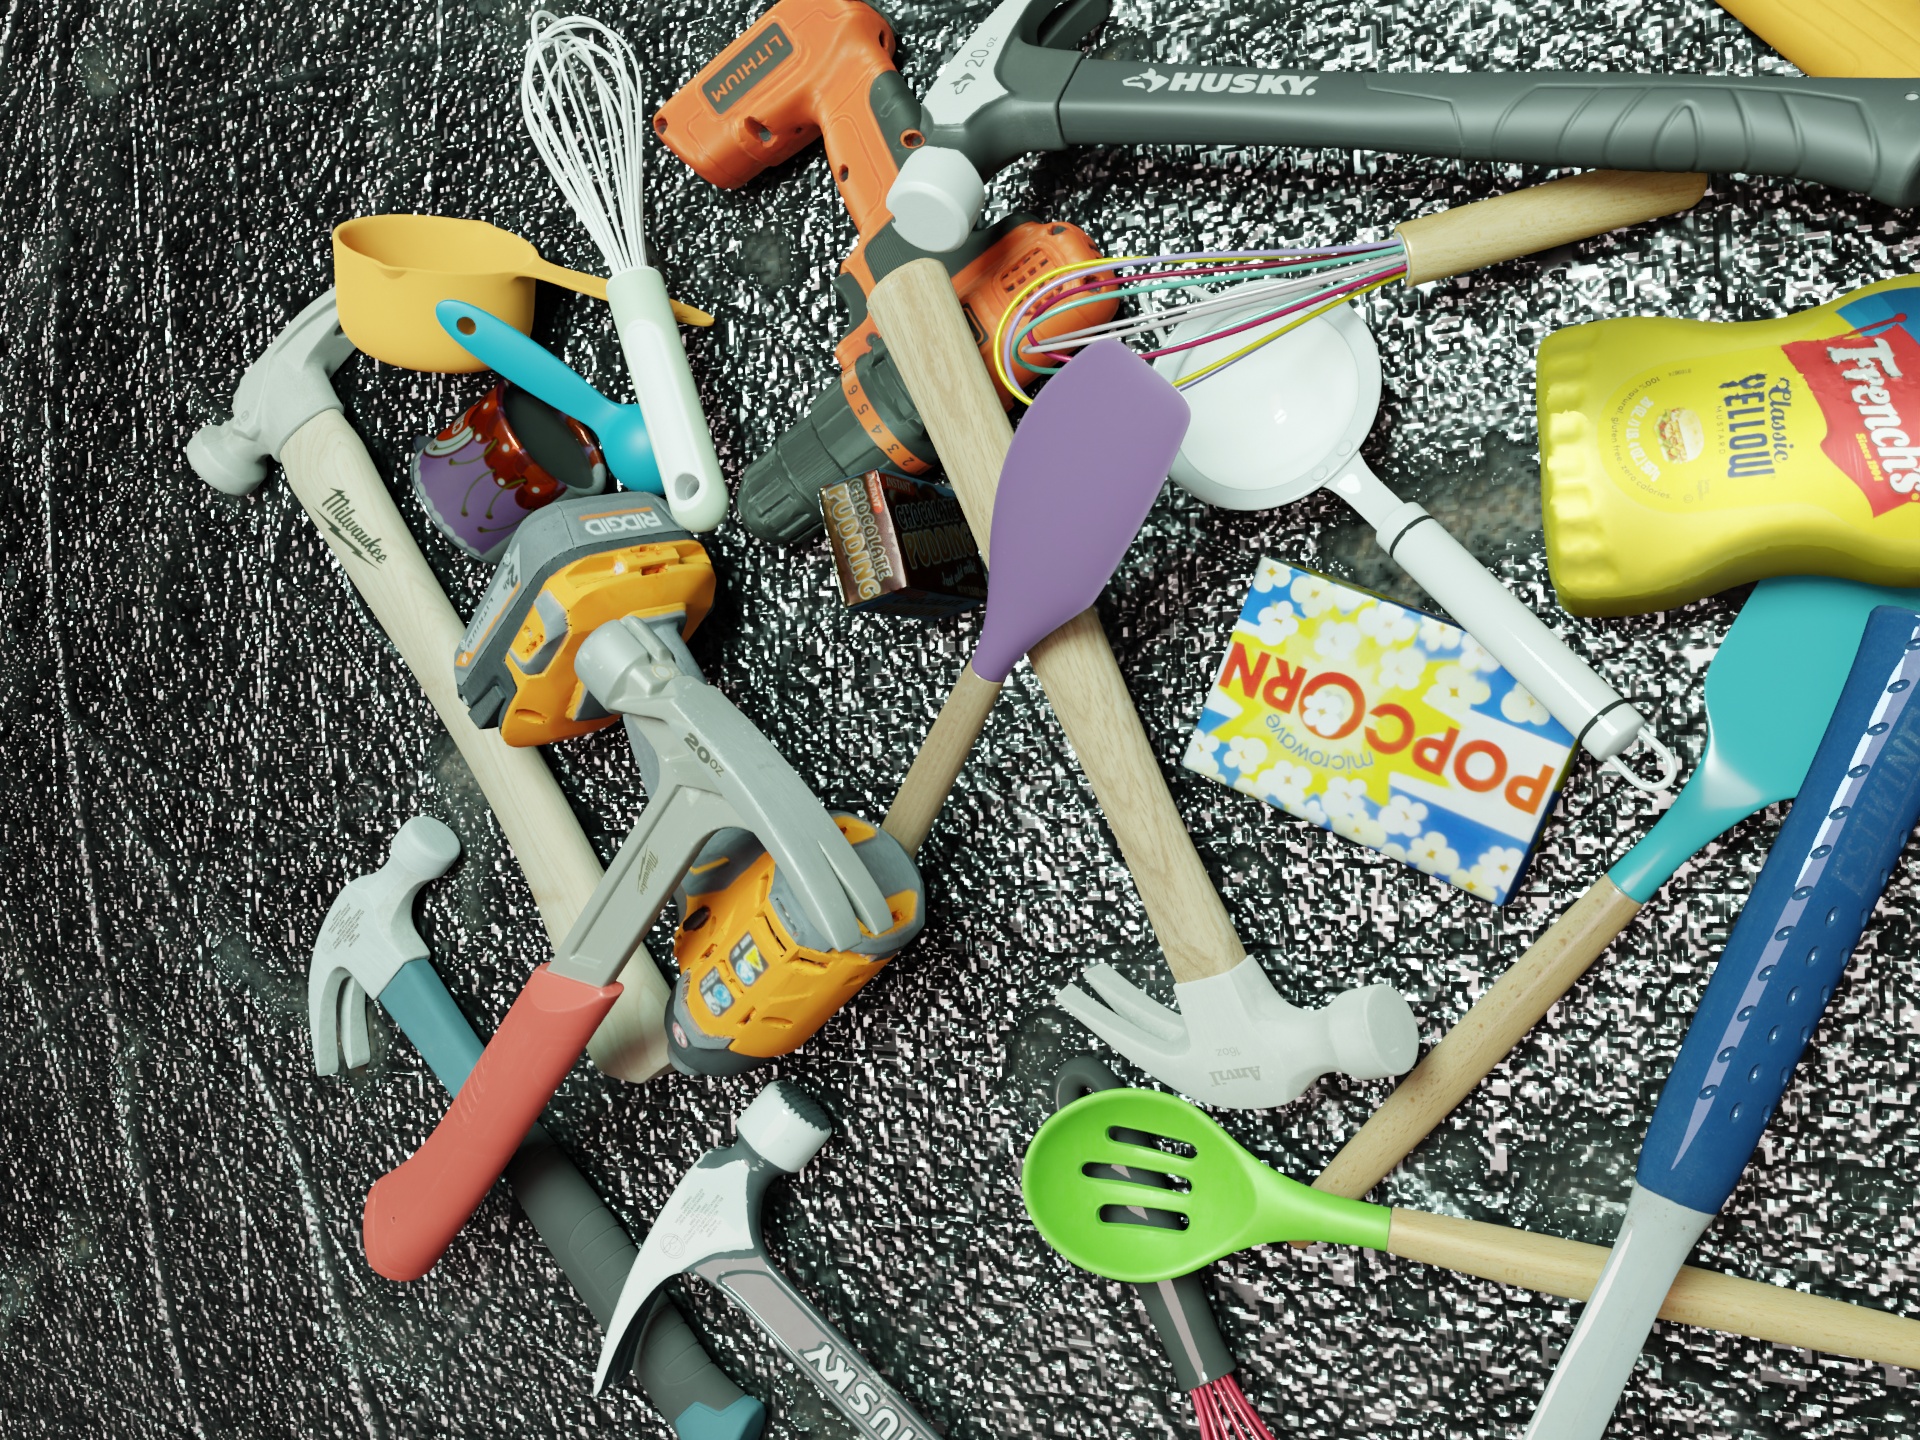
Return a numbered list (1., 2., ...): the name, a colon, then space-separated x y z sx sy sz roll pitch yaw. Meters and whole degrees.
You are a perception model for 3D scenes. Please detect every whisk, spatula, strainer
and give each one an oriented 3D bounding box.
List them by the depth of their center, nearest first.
1. whisk: 0.130 -0.157 0.546 0.245 0.051 0.047 -14 60 6
2. strainer: 0.148 -0.069 0.549 0.087 0.050 0.259 -44 60 13
3. spatula: 0.217 0.076 0.555 0.082 0.044 0.317 43 112 17
4. whisk: 0.102 0.265 0.596 0.073 0.073 0.296 -31 72 23
5. spatula: -0.001 -0.002 0.597 0.060 0.018 0.315 45 130 24
6. whisk: -0.141 -0.193 0.676 0.058 0.059 0.246 -21 78 16

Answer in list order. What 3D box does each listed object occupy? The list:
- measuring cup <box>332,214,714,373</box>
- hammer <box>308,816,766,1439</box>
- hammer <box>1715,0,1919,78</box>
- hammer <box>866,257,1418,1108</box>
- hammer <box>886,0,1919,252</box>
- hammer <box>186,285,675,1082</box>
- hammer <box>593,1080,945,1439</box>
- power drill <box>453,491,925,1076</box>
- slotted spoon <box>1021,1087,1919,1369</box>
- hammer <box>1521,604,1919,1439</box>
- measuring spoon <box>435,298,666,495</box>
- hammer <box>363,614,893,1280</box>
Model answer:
1. measuring cup: -0.198 -0.182 0.723 0.173 0.095 0.052 15 120 2
2. hammer: -0.200 0.208 0.746 0.128 0.033 0.331 -47 73 18
3. hammer: 0.235 -0.265 0.530 0.337 0.034 0.127 46 108 17
4. hammer: 0.044 -0.012 0.587 0.130 0.031 0.331 -26 88 45
5. hammer: 0.149 -0.206 0.531 0.335 0.035 0.146 12 60 23
6. hammer: -0.230 -0.019 0.754 0.146 0.038 0.411 -38 76 20
7. hammer: 0.020 0.338 0.633 0.409 0.036 0.149 41 92 16
8. power drill: -0.122 0.037 0.664 0.227 0.084 0.164 56 132 16
9. slotted spoon: 0.176 0.186 0.555 0.314 0.031 0.070 7 86 17
10. hammer: 0.214 0.157 0.499 0.144 0.035 0.405 22 96 3
11. measuring spoon: -0.173 -0.140 0.692 0.128 0.021 0.042 33 111 -18
12. hammer: -0.162 0.133 0.640 0.149 0.036 0.359 48 124 17
